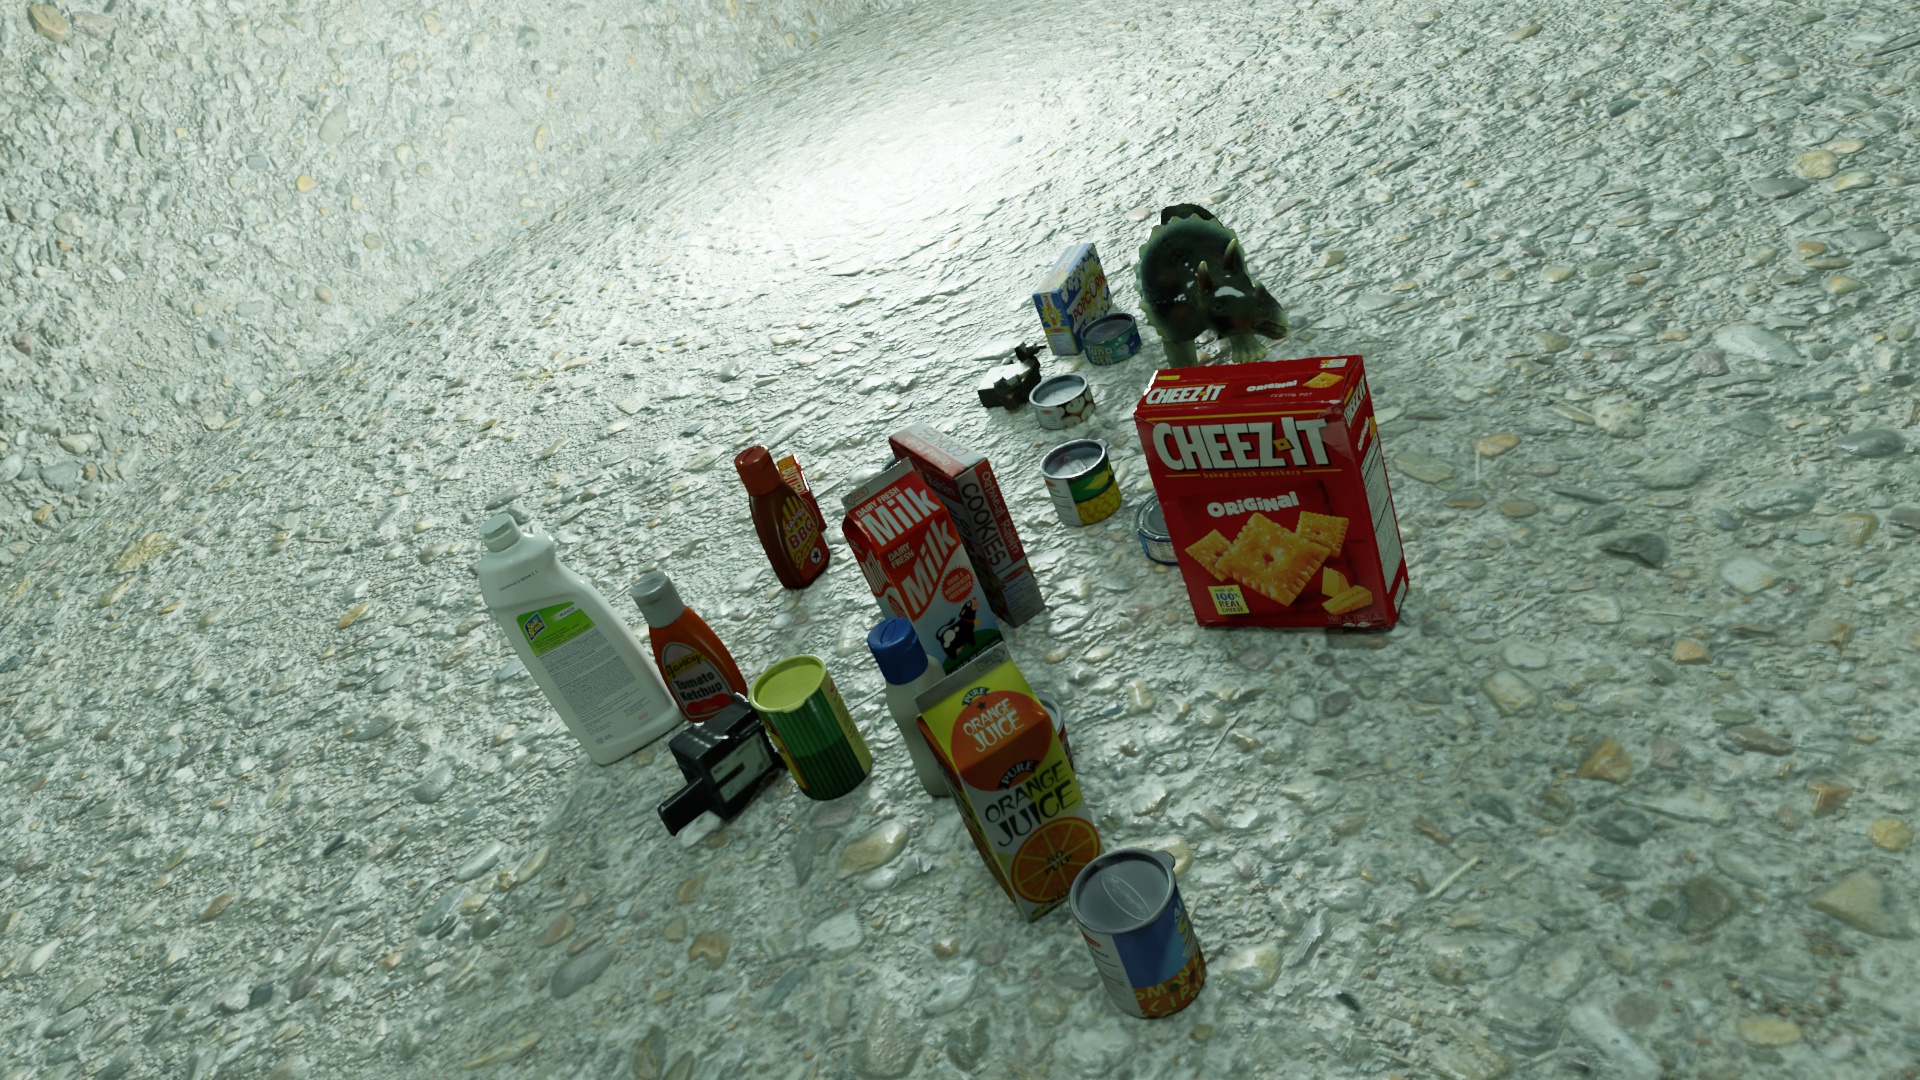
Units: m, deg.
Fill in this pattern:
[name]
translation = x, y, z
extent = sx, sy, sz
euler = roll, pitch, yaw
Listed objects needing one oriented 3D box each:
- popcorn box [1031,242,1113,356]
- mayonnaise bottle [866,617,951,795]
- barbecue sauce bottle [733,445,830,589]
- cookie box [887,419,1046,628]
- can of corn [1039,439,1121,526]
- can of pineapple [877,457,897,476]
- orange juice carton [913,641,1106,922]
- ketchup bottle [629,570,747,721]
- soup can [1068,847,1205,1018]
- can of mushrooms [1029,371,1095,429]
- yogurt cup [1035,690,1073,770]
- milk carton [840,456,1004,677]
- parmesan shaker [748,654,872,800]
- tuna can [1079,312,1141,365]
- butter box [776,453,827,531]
[popcorn box]
translation = 0.135, -0.289, 1.657
extent = 0.038, 0.085, 0.127
euler = -2, 37, 31
[mayonnaise bottle]
translation = -0.029, 0.125, 1.066
extent = 0.041, 0.147, 0.065
euler = -8, 34, 23
[barbecue sauce bottle]
translation = -0.182, -0.025, 1.392
extent = 0.043, 0.148, 0.065
euler = 0, 38, 33
[cookie box]
translation = 0.004, -0.016, 1.242
extent = 0.040, 0.166, 0.123
euler = -33, 33, -16
[can of corn]
translation = 0.119, -0.057, 1.338
extent = 0.071, 0.058, 0.071
euler = -16, 32, 10
[can of pineapple]
translation = -0.044, -0.054, 1.438
extent = 0.071, 0.057, 0.071
euler = -16, 32, 10
[orange juice carton]
translation = 0.030, 0.158, 0.936
extent = 0.072, 0.191, 0.073
euler = -30, 32, -12
[ketchup bottle]
translation = -0.248, 0.095, 1.250
extent = 0.065, 0.148, 0.044
euler = -17, 31, 9
[soup can]
translation = 0.113, 0.242, 0.860
extent = 0.071, 0.083, 0.072
euler = -16, 32, 10
[can of mushrooms]
translation = 0.113, -0.153, 1.512
extent = 0.071, 0.033, 0.071
euler = -16, 32, 10
[yogurt cup]
translation = 0.052, 0.159, 1.054
extent = 0.072, 0.053, 0.073
euler = -16, 32, 10
[milk carton]
translation = -0.039, 0.023, 1.188
extent = 0.072, 0.189, 0.073
euler = -34, 33, -18
[parmesan shaker]
translation = -0.120, 0.154, 1.123
extent = 0.071, 0.102, 0.072
euler = -16, 32, 10
[tuna can]
translation = 0.172, -0.230, 1.595
extent = 0.071, 0.032, 0.071
euler = -16, 32, 10
[butter box]
translation = -0.174, -0.050, 1.518
extent = 0.024, 0.053, 0.104
euler = -25, 31, -4
